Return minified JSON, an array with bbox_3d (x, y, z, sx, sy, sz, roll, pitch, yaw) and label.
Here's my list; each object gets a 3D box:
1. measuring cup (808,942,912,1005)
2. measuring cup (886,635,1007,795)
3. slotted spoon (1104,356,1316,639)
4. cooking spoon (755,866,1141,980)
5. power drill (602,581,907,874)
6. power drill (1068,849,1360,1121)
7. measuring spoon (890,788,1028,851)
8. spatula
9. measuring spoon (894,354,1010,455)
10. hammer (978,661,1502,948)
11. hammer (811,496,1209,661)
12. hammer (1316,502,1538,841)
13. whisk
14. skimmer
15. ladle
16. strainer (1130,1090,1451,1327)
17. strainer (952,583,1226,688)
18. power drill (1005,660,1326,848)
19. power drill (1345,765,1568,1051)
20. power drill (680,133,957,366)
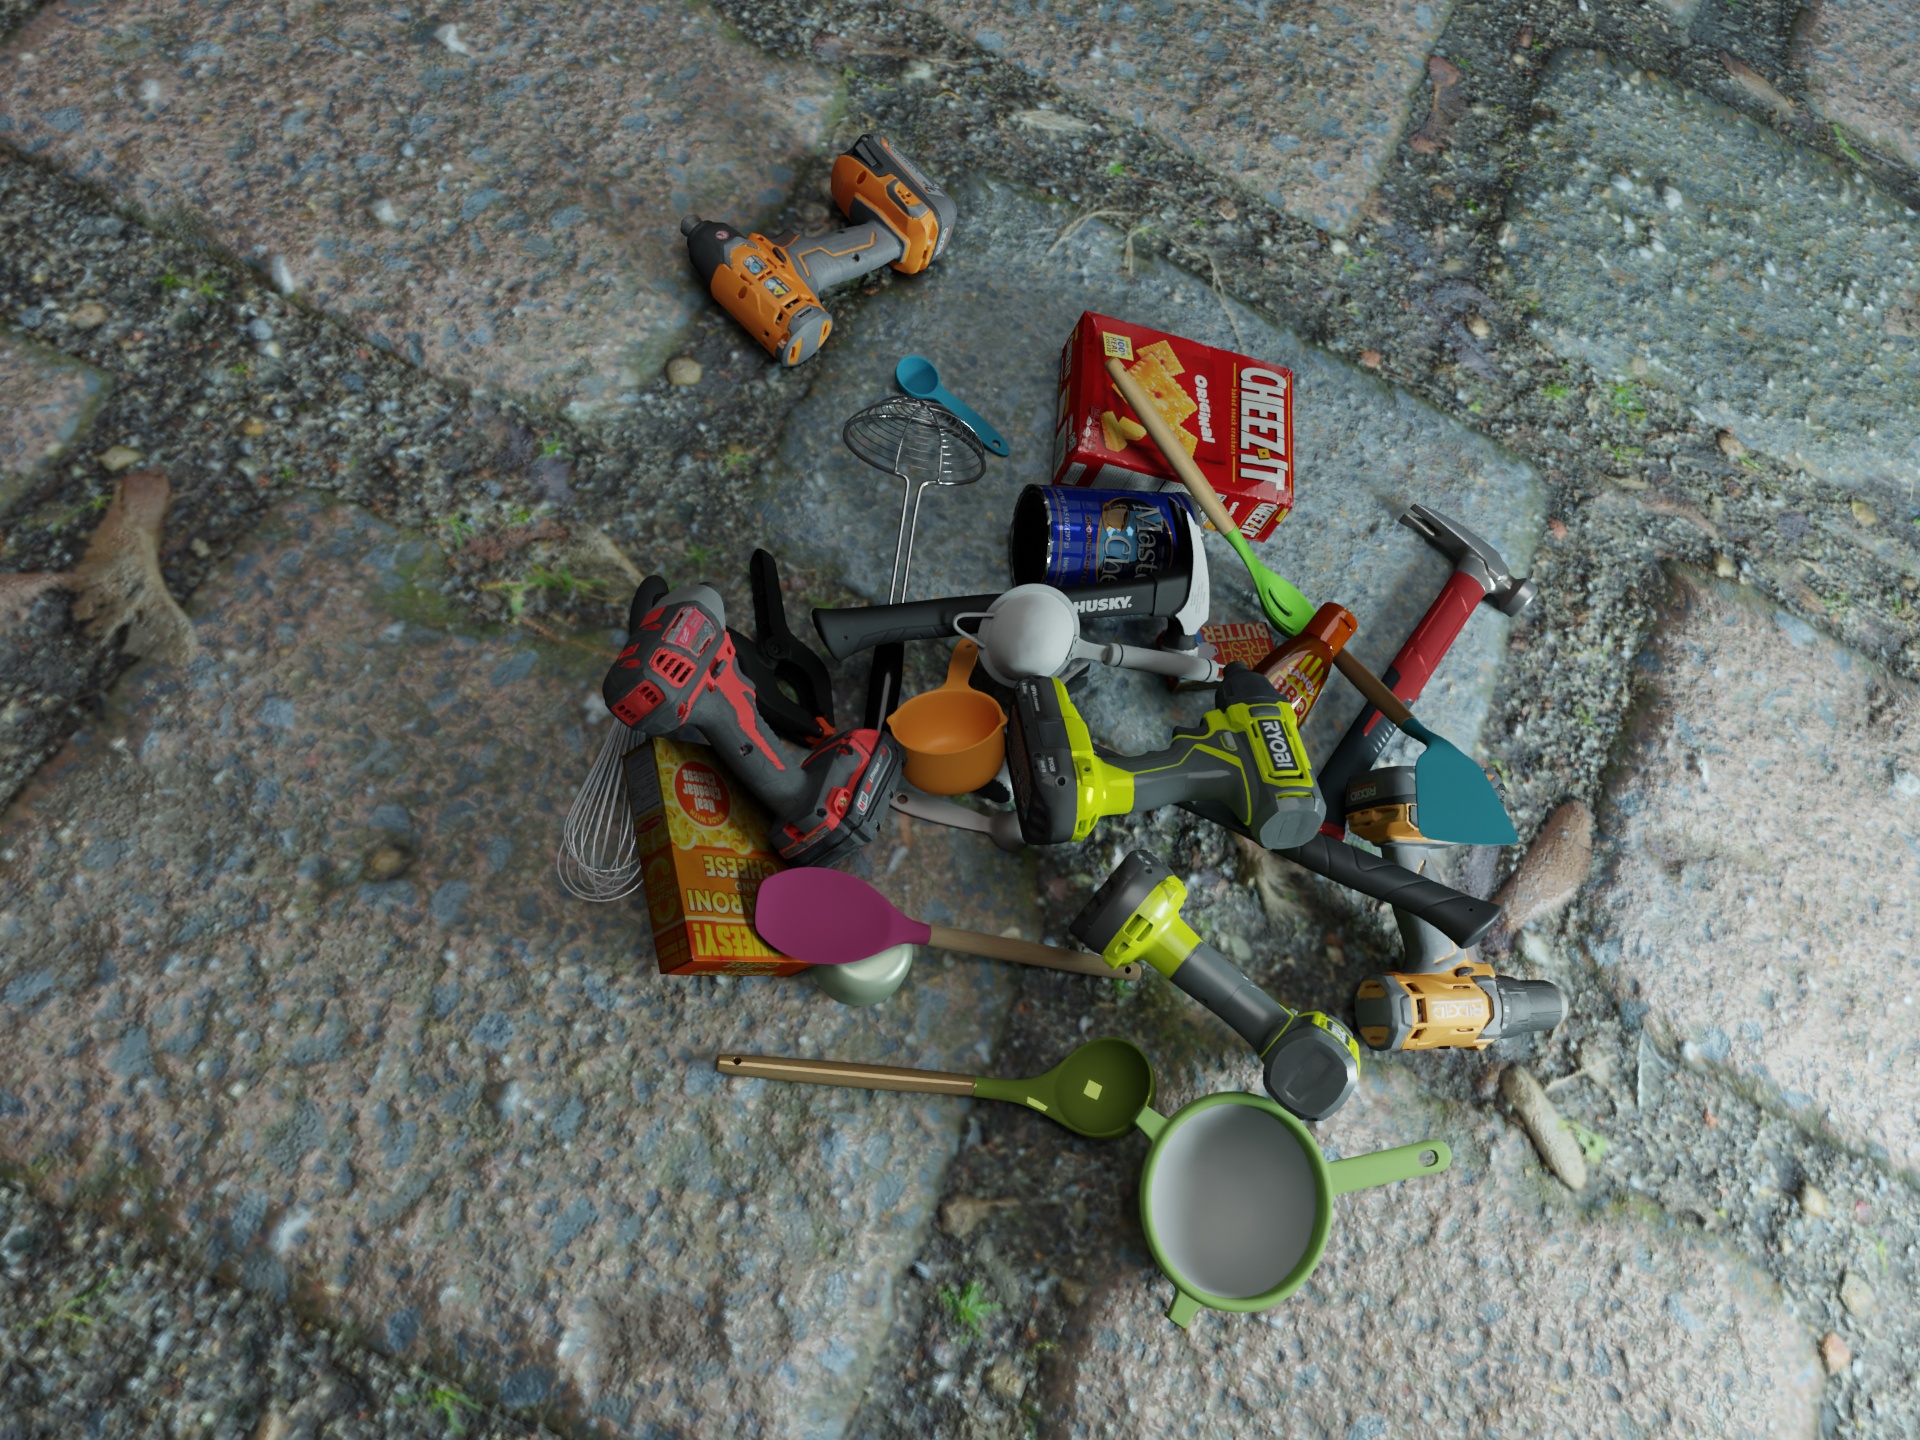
[{"bbox_3d":[-0.093,0.132,1.191,0.083,0.038,0.168,-22,75,-25],"label":"measuring cup"},{"bbox_3d":[-0.002,-0.004,1.278,0.095,0.052,0.174,0,34,10],"label":"measuring cup"},{"bbox_3d":[0.220,-0.188,1.389,0.313,0.031,0.070,51,36,-15],"label":"slotted spoon"},{"bbox_3d":[-0.003,0.164,1.183,0.318,0.017,0.069,14,71,-23],"label":"cooking spoon"},{"bbox_3d":[-0.148,-0.001,1.159,0.219,0.078,0.143,43,36,-19],"label":"power drill"},{"bbox_3d":[0.201,0.199,1.191,0.228,0.190,0.080,40,96,14],"label":"power drill"},{"bbox_3d":[0.000,0.074,1.261,0.124,0.018,0.034,16,61,-8],"label":"measuring spoon"},{"bbox_3d":[0.353,0.003,1.306,0.082,0.044,0.318,4,25,-13],"label":"spatula"},{"bbox_3d":[-0.009,-0.278,1.437,0.128,0.021,0.042,40,59,-6],"label":"measuring spoon"},{"bbox_3d":[0.225,0.077,1.258,0.409,0.036,0.149,23,55,15],"label":"hammer"},{"bbox_3d":[0.045,-0.094,1.270,0.334,0.146,0.035,-7,29,-18],"label":"hammer"},{"bbox_3d":[0.381,-0.039,1.425,0.143,0.038,0.386,38,60,5],"label":"hammer"},{"bbox_3d":[-0.249,0.007,1.199,0.070,0.070,0.285,11,58,-12],"label":"whisk"},{"bbox_3d":[-0.054,-0.113,1.331,0.127,0.090,0.363,11,72,-10],"label":"skimmer"},{"bbox_3d":[-0.015,0.256,1.148,0.320,0.062,0.078,8,49,-11],"label":"ladle"},{"bbox_3d":[0.237,0.341,1.171,0.256,0.069,0.151,-6,79,-20],"label":"strainer"},{"bbox_3d":[0.116,-0.055,1.276,0.258,0.087,0.050,8,17,-29],"label":"strainer"},{"bbox_3d":[0.153,0.022,1.230,0.223,0.080,0.171,-2,47,-9],"label":"power drill"},{"bbox_3d":[0.407,0.155,1.301,0.185,0.084,0.226,2,78,-20],"label":"power drill"},{"bbox_3d":[-0.132,-0.436,1.437,0.164,0.084,0.226,45,64,8],"label":"power drill"}]
